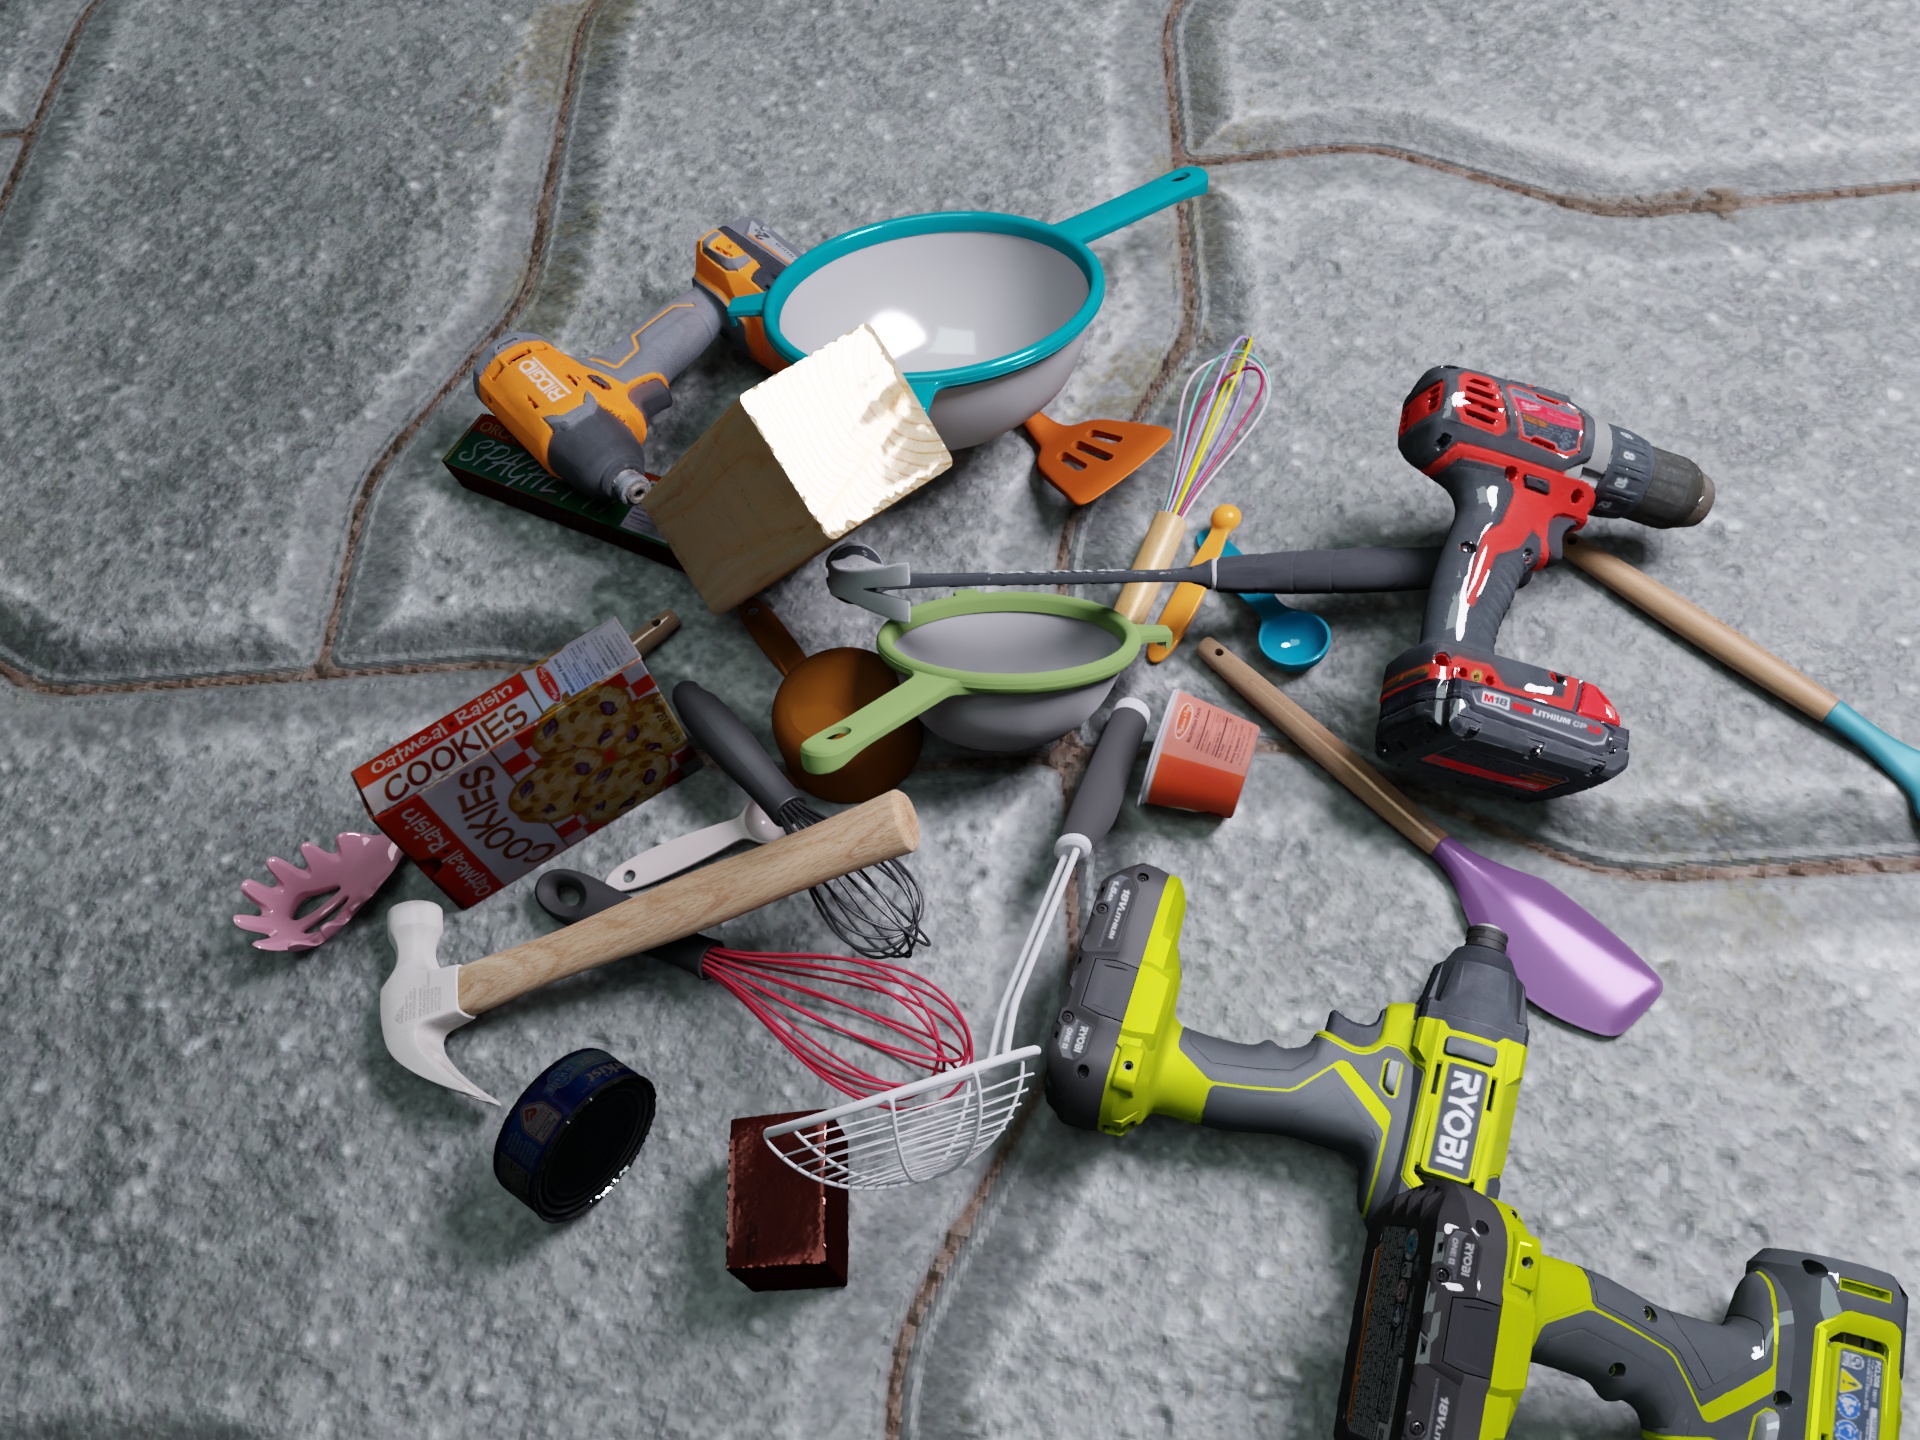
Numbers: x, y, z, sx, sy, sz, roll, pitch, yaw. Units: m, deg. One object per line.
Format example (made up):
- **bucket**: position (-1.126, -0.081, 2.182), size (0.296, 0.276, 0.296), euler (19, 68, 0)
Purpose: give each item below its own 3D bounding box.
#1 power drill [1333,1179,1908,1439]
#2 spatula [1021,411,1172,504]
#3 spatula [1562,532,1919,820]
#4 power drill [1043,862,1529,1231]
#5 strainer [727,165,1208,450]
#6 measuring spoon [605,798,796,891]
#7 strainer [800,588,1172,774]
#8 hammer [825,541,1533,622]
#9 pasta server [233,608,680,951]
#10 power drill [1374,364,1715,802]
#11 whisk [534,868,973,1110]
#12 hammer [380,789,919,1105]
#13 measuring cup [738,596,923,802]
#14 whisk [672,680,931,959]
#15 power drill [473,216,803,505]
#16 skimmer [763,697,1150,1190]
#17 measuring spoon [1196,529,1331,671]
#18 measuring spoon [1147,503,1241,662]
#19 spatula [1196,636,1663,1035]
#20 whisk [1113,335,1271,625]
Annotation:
- **power drill**: position (0.284, 0.306, 0.675), size (0.228, 0.080, 0.191), euler (17, 73, -3)
- **spatula**: position (0.010, -0.245, 1.081), size (0.081, 0.041, 0.323), euler (-38, 61, -12)
- **spatula**: position (0.462, -0.026, 0.881), size (0.082, 0.044, 0.318), euler (-45, 62, -8)
- **power drill**: position (0.168, 0.160, 0.806), size (0.223, 0.080, 0.171), euler (15, 65, 13)
- **strainer**: position (0.036, -0.262, 1.028), size (0.340, 0.095, 0.211), euler (-32, 48, -26)
- **measuring spoon**: position (-0.151, 0.076, 0.941), size (0.124, 0.018, 0.034), euler (-22, 62, 4)
- **strainer**: position (-0.001, -0.003, 0.878), size (0.151, 0.069, 0.256), euler (14, 28, 31)
- **hammer**: position (0.130, -0.084, 0.909), size (0.409, 0.149, 0.036), euler (-2, 100, -8)
- **pasta server**: position (-0.298, 0.030, 0.974), size (0.316, 0.040, 0.060), euler (-42, 68, -16)
- **power drill**: position (0.325, -0.074, 0.877), size (0.187, 0.080, 0.227), euler (15, 73, -12)
- **whisk**: position (-0.121, 0.138, 0.875), size (0.296, 0.073, 0.073), euler (18, 65, 26)
- **hammer**: position (-0.174, 0.113, 0.863), size (0.331, 0.031, 0.130), euler (-22, 58, 15)
- **measuring cup**: position (-0.093, -0.029, 0.965), size (0.095, 0.052, 0.174), euler (-35, 63, -11)
- **whisk**: position (-0.096, 0.051, 0.906), size (0.055, 0.055, 0.239), euler (-38, 59, -13)
- **power drill**: position (-0.190, -0.234, 1.066), size (0.226, 0.084, 0.164), euler (-34, 59, -19)
- **skimmer**: position (0.021, 0.087, 0.804), size (0.127, 0.090, 0.363), euler (-29, 23, 41)
- **measuring spoon**: position (0.181, -0.072, 0.972), size (0.042, 0.021, 0.129), euler (-26, 51, -7)
- **measuring spoon**: position (0.142, -0.086, 0.976), size (0.021, 0.011, 0.117), euler (16, 70, 38)
- **spatula**: position (0.245, 0.054, 0.884), size (0.060, 0.018, 0.316), euler (-39, 63, -12)
- **whisk**: position (0.141, -0.142, 1.004), size (0.047, 0.051, 0.245), euler (-6, 54, 56)
